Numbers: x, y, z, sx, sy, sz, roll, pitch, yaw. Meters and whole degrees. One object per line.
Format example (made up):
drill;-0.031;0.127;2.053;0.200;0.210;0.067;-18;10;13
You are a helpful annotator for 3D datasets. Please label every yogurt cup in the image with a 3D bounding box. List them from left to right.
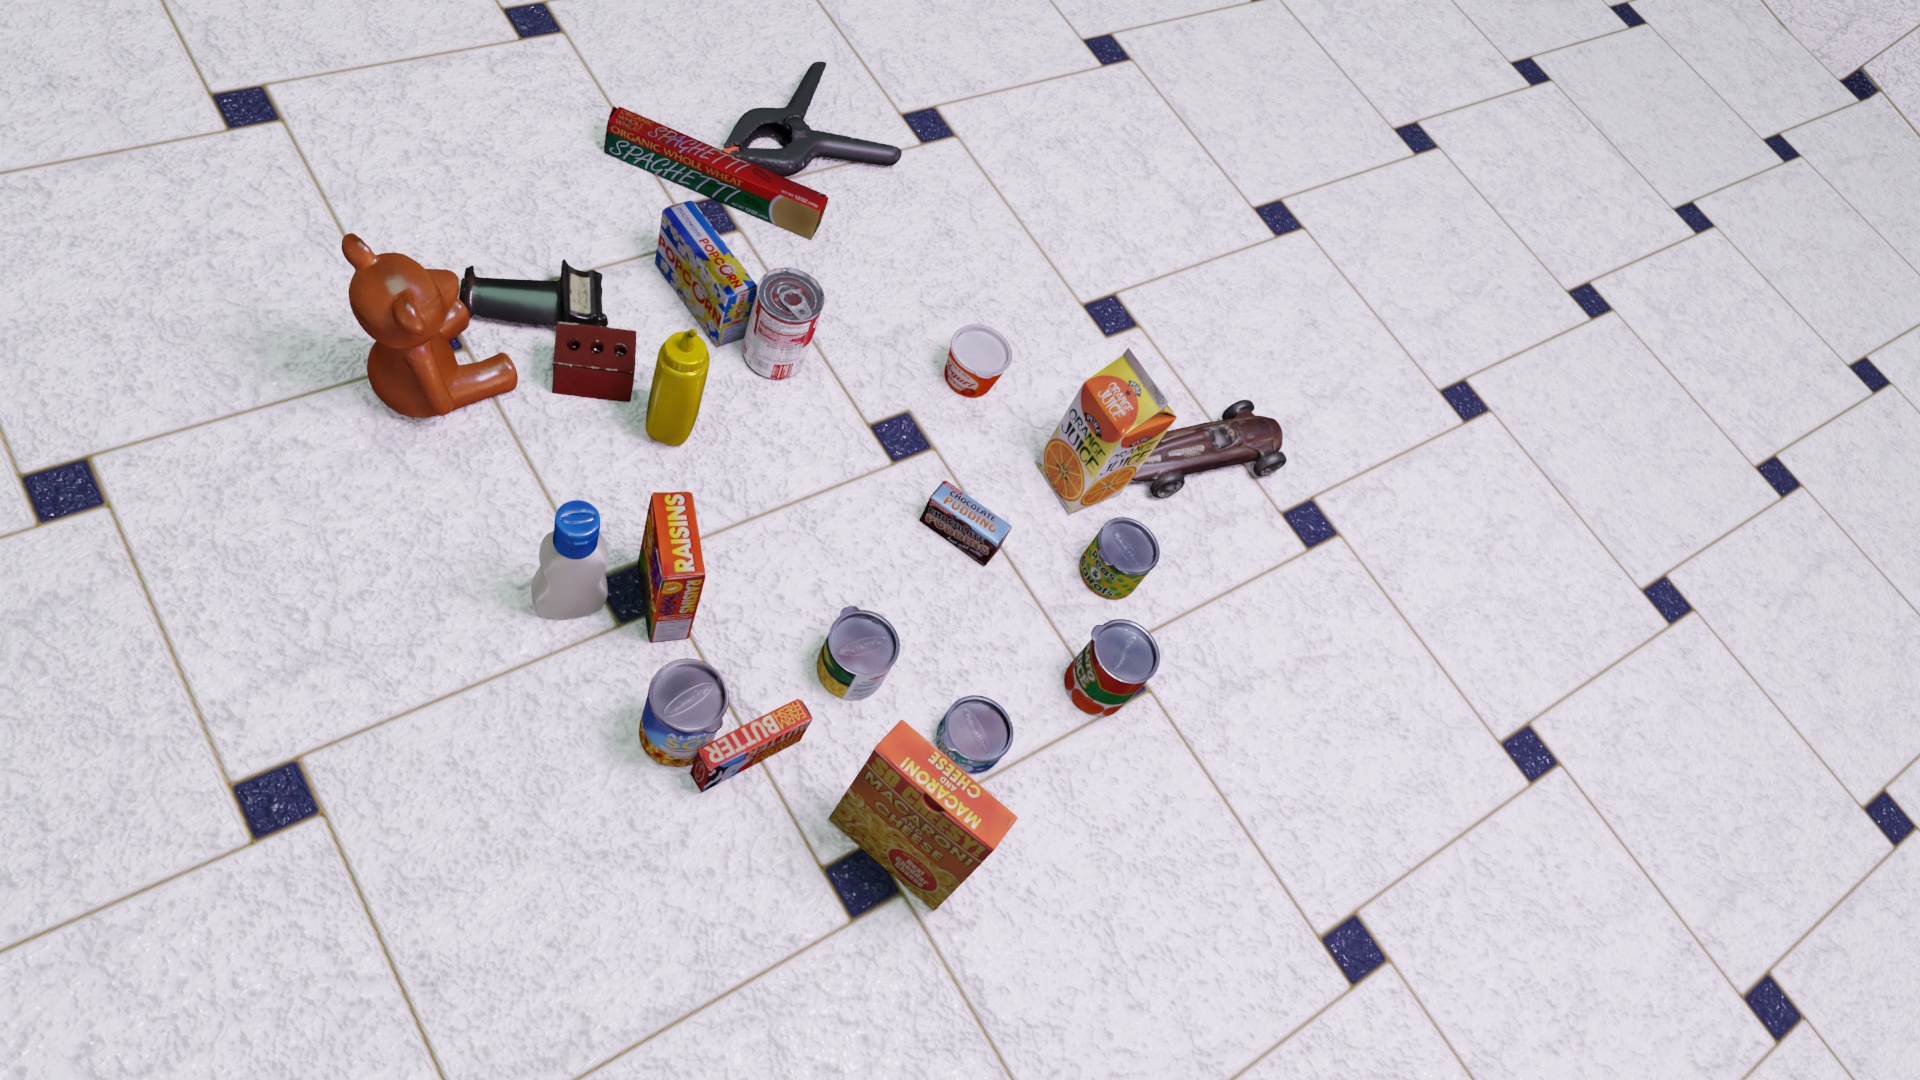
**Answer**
yogurt cup;0.016;-0.190;1.490;0.072;0.053;0.073;9;58;-14

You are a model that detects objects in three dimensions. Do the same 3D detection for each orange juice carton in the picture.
orange juice carton;0.152;-0.112;1.406;0.073;0.191;0.072;-21;69;-29

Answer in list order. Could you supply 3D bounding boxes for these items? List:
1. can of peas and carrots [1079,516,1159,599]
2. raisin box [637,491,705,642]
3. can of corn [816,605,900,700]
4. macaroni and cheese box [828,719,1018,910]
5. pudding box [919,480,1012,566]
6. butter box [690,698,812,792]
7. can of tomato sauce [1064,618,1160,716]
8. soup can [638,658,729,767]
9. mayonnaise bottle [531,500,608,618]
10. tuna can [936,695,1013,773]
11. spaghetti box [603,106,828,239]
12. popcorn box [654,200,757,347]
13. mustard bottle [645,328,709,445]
can of peas and carrots;0.159;0.020;1.409;0.071;0.058;0.071;9;58;-14
raisin box;-0.256;0.024;1.221;0.040;0.122;0.086;-3;61;-21
can of corn;-0.095;0.103;1.269;0.071;0.058;0.071;9;58;-14
macaroni and cheese box;-0.035;0.231;1.146;0.124;0.165;0.040;39;56;7
pudding box;0.005;-0.017;1.383;0.084;0.049;0.030;35;55;4
butter box;-0.180;0.176;1.197;0.104;0.053;0.024;-25;71;-30
can of tomato sauce;0.142;0.122;1.325;0.071;0.082;0.071;9;58;-14
soup can;-0.234;0.150;1.176;0.071;0.083;0.071;9;58;-14
mayonnaise bottle;-0.330;0.018;1.184;0.065;0.147;0.041;-6;62;-22
tuna can;0.011;0.179;1.275;0.071;0.032;0.071;9;57;-14
spaghetti box;-0.269;-0.402;1.522;0.250;0.050;0.029;22;55;-5
popcorn box;-0.263;-0.273;1.424;0.038;0.084;0.127;-28;72;-31
mustard bottle;-0.264;-0.153;1.304;0.049;0.159;0.065;14;57;-11
